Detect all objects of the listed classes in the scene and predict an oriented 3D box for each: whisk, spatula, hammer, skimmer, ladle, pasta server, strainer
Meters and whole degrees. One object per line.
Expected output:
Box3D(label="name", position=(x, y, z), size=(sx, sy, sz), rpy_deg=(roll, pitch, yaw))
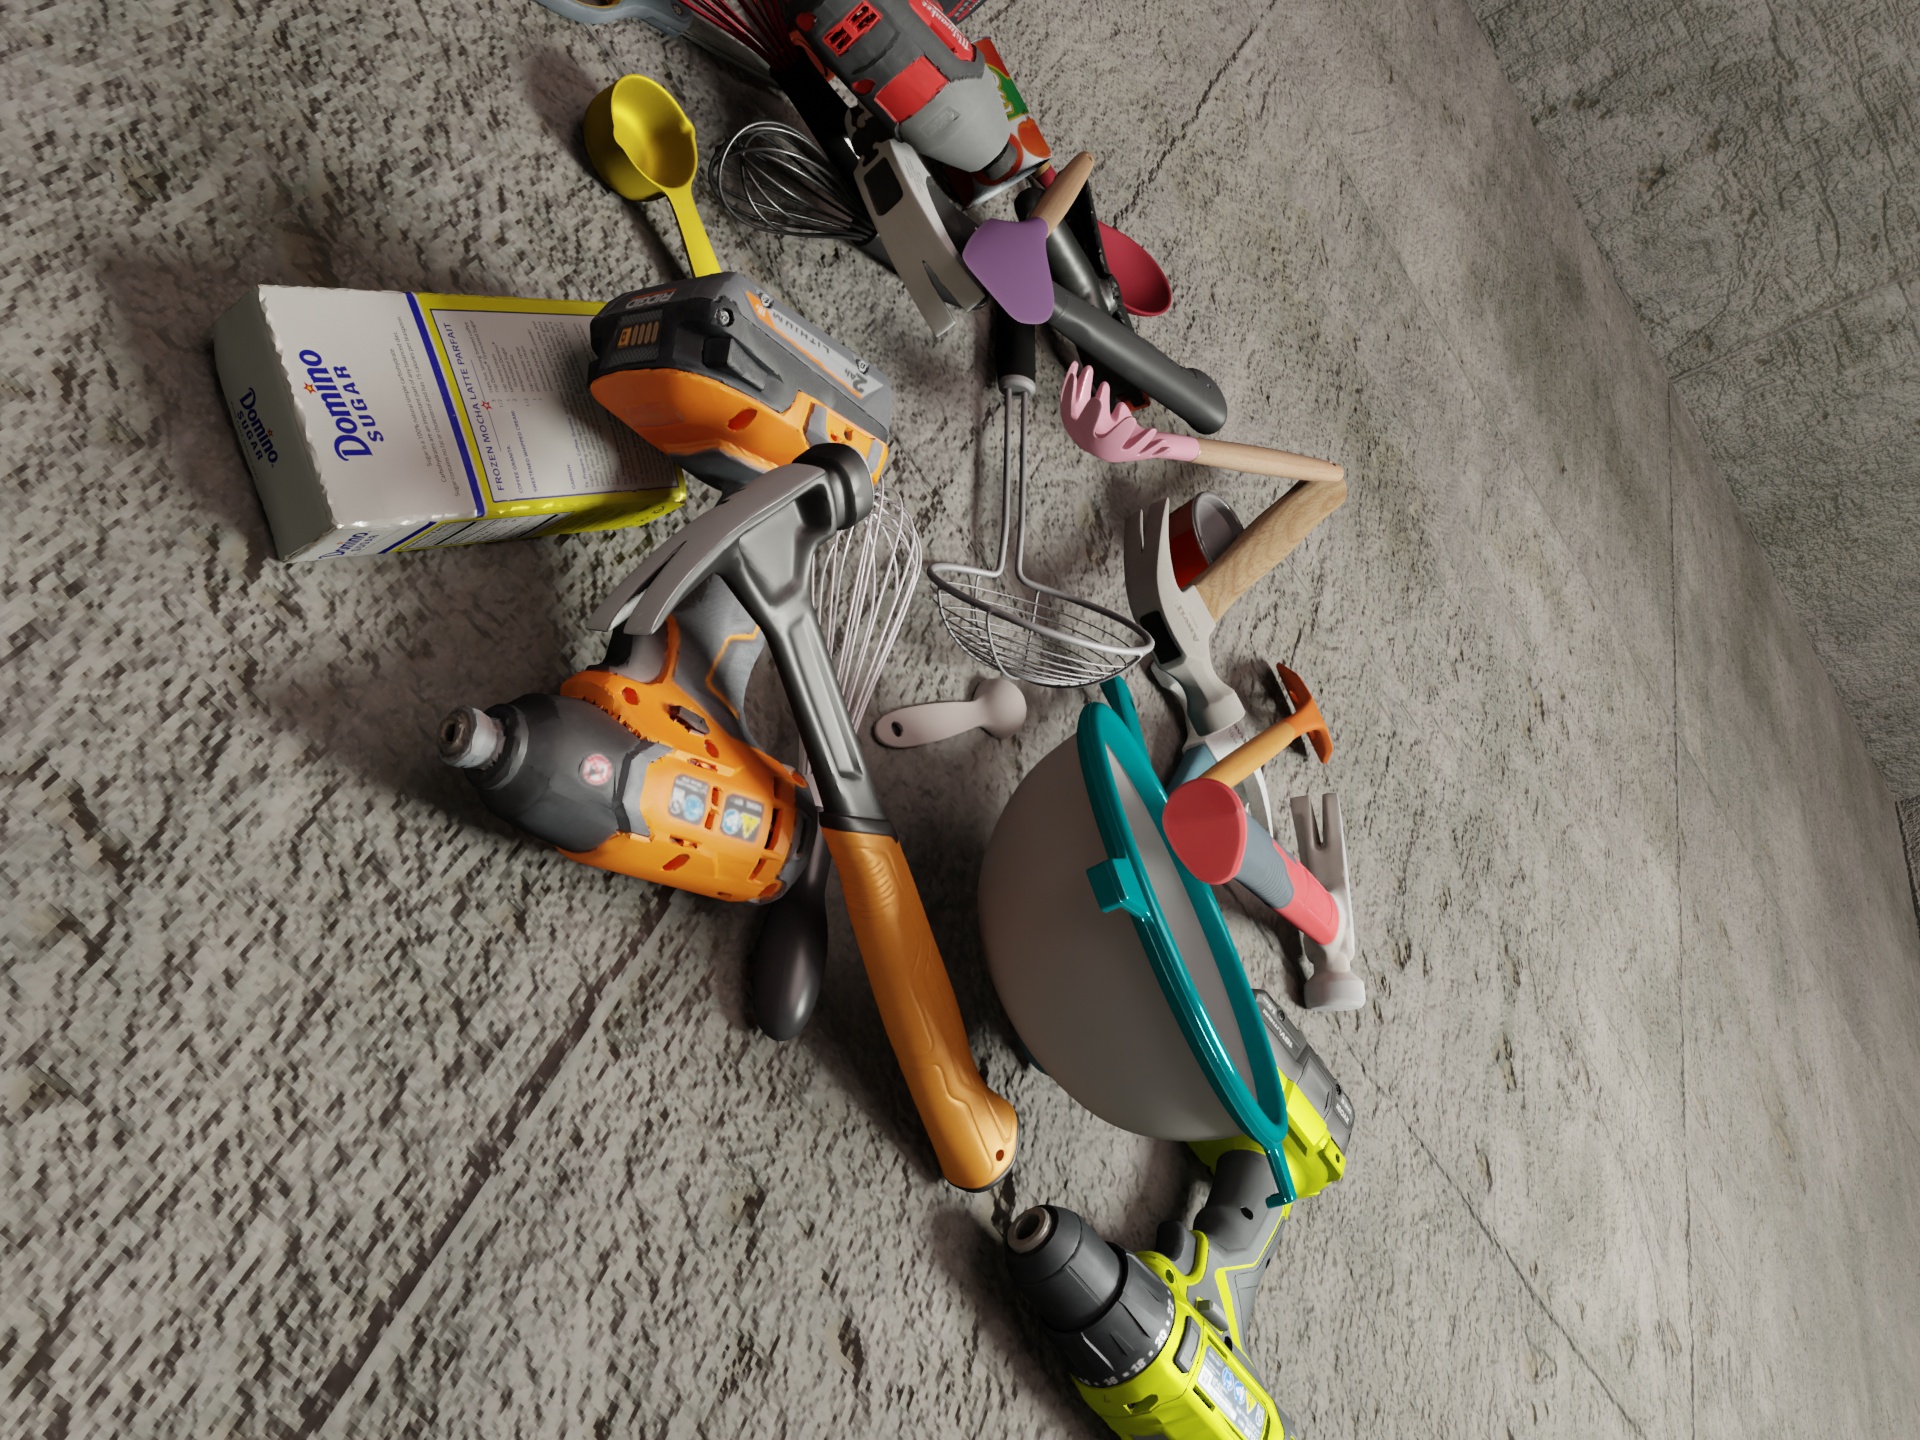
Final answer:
Box3D(label="whisk", position=(-0.054, -0.274, 0.896), size=(0.238, 0.055, 0.055), rpy_deg=(11, 63, -54))
Box3D(label="spatula", position=(0.050, -0.292, 0.930), size=(0.059, 0.018, 0.316), rpy_deg=(46, 30, -15))
Box3D(label="spatula", position=(0.190, 0.017, 1.006), size=(0.322, 0.041, 0.081), rpy_deg=(-22, 87, -61))
Box3D(label="whisk", position=(-0.061, 0.008, 0.724), size=(0.070, 0.070, 0.285), rpy_deg=(32, 53, -38))
Box3D(label="hammer", position=(0.065, -0.241, 0.954), size=(0.334, 0.035, 0.146), rpy_deg=(19, 45, -48))
Box3D(label="hammer", position=(0.106, 0.081, 0.910), size=(0.128, 0.033, 0.331), rpy_deg=(56, 37, -12))
Box3D(label="hammer", position=(0.190, -0.111, 1.030), size=(0.130, 0.031, 0.331), rpy_deg=(61, 37, -8))
Box3D(label="skimmer", position=(0.045, -0.167, 0.920), size=(0.127, 0.090, 0.364), rpy_deg=(14, 55, -18))
Box3D(label="hammer", position=(-0.038, 0.067, 0.640), size=(0.127, 0.034, 0.336), rpy_deg=(-43, 127, -40))
Box3D(label="hammer", position=(0.175, 0.073, 0.883), size=(0.386, 0.038, 0.143), rpy_deg=(35, 49, -64))
Box3D(label="ladle", position=(0.041, -0.401, 1.101), size=(0.315, 0.031, 0.069), rpy_deg=(46, 47, -23))
Box3D(label="pasta server", position=(0.162, -0.172, 0.987), size=(0.316, 0.040, 0.060), rpy_deg=(-3, 45, -49))
Box3D(label="whisk", position=(-0.104, -0.368, 0.850), size=(0.295, 0.073, 0.073), rpy_deg=(44, 40, -46))
Box3D(label="strainer", position=(0.063, 0.075, 0.780), size=(0.210, 0.095, 0.341), rpy_deg=(60, 12, -25))

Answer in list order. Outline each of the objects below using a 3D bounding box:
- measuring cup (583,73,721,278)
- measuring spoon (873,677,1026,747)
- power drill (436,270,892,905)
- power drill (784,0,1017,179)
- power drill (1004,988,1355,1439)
Box3D(label="measuring cup", position=(-0.142, -0.236, 0.785), size=(0.062, 0.029, 0.156), rpy_deg=(-39, 115, -53))
Box3D(label="measuring spoon", position=(-0.001, -0.003, 0.831), size=(0.124, 0.018, 0.034), rpy_deg=(-13, 81, -53))
Box3D(label="power drill", position=(-0.112, -0.052, 0.619), size=(0.164, 0.084, 0.226), rpy_deg=(24, 73, -50))
Box3D(label="power drill", position=(-0.022, -0.391, 0.865), size=(0.143, 0.078, 0.220), rpy_deg=(37, 36, -33))
Box3D(label="power drill", position=(0.113, 0.245, 0.792), size=(0.190, 0.080, 0.229), rpy_deg=(52, 41, -20))
